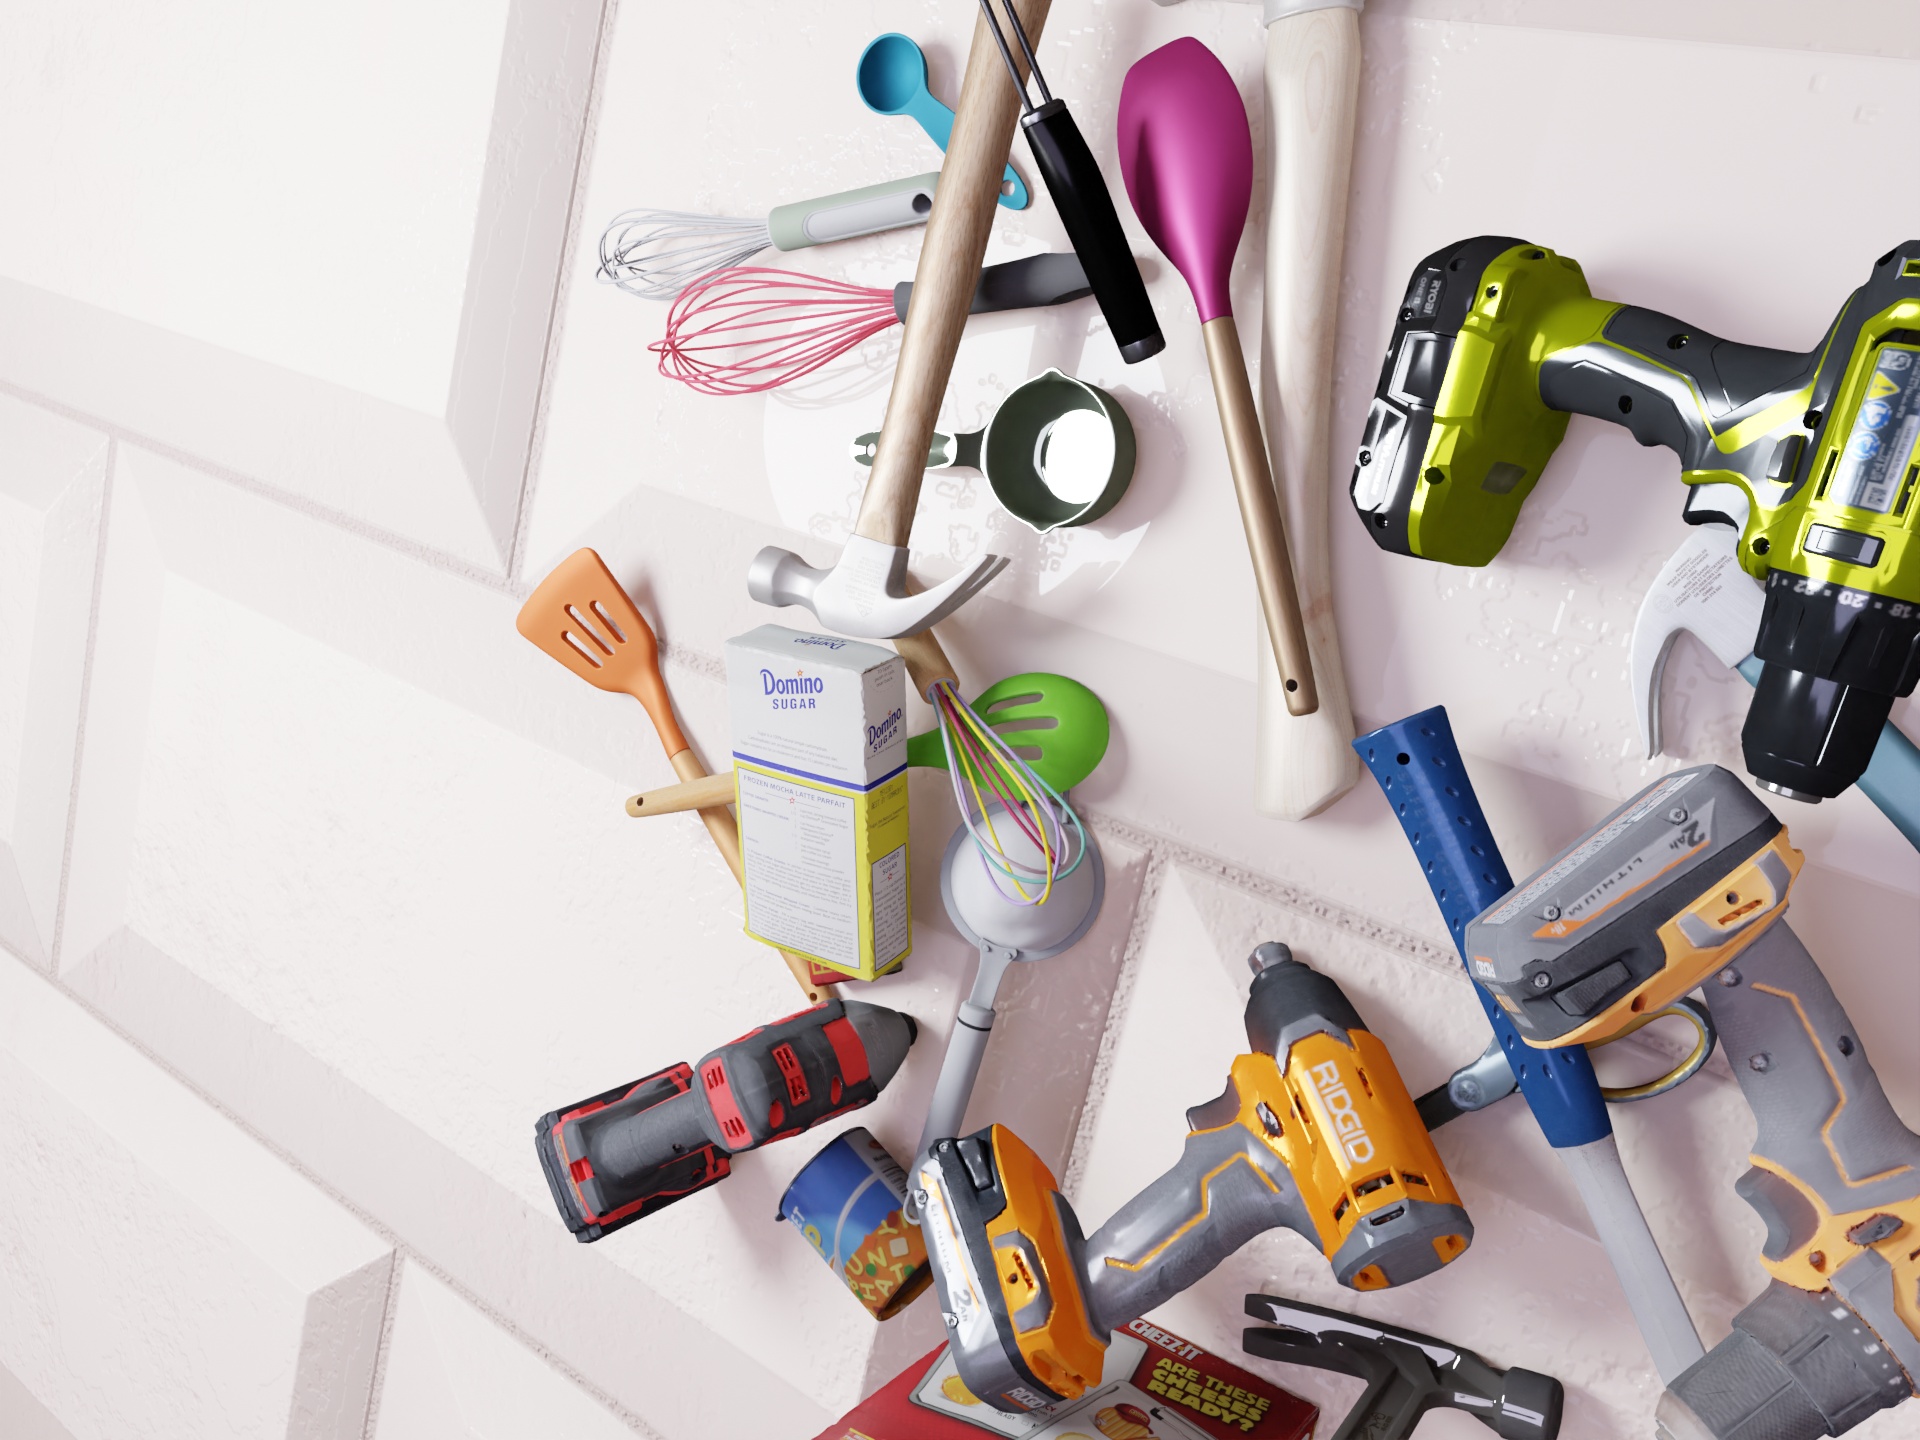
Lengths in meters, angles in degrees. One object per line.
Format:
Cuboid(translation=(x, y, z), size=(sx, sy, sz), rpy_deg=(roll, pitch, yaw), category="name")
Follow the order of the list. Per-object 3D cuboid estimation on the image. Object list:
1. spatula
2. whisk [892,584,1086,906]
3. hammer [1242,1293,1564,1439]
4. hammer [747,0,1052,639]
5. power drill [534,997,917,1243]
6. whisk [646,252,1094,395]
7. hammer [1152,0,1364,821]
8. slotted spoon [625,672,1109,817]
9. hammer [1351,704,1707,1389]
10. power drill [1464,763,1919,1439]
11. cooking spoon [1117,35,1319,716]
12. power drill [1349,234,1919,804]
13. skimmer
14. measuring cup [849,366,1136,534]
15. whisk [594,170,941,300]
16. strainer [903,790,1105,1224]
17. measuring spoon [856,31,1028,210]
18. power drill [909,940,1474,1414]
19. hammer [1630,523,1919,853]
Cuboid(translation=(-0.164, 0.042, 0.960), size=(0.081, 0.041, 0.323), rpy_deg=(-40, 73, 25), category="spatula")
Cuboid(translation=(-0.001, -0.004, 0.806), size=(0.051, 0.047, 0.245), rpy_deg=(-28, 49, 0), category="whisk")
Cuboid(translation=(0.118, 0.310, 0.600), size=(0.149, 0.359, 0.036), rpy_deg=(5, 96, 30), category="hammer")
Cuboid(translation=(-0.010, -0.200, 0.795), size=(0.130, 0.031, 0.331), rpy_deg=(19, 101, 21), category="hammer")
Cuboid(translation=(-0.129, 0.216, 0.898), size=(0.219, 0.143, 0.078), rpy_deg=(-32, 77, 38), category="power drill")
Cuboid(translation=(-0.047, -0.222, 0.856), size=(0.296, 0.073, 0.073), rpy_deg=(-2, 92, 28), category="whisk")
Cuboid(translation=(0.148, -0.159, 0.744), size=(0.146, 0.038, 0.410), rpy_deg=(4, 96, 35), category="hammer")
Cuboid(translation=(-0.065, 0.027, 0.882), size=(0.314, 0.031, 0.070), rpy_deg=(-11, 67, 29), category="slotted spoon")
Cuboid(translation=(0.272, 0.184, 0.668), size=(0.144, 0.035, 0.405), rpy_deg=(-26, 84, 32), category="hammer")
Cuboid(translation=(0.289, 0.154, 0.597), size=(0.185, 0.084, 0.226), rpy_deg=(-38, 82, -1), category="power drill")
Cuboid(translation=(0.123, -0.158, 0.729), size=(0.069, 0.017, 0.319), rpy_deg=(-15, 85, 38), category="cooking spoon")
Cuboid(translation=(0.269, -0.090, 0.607), size=(0.229, 0.080, 0.190), rpy_deg=(27, 108, 46), category="power drill")
Cuboid(translation=(0.006, -0.337, 0.737), size=(0.127, 0.090, 0.363), rpy_deg=(-28, 107, -5), category="skimmer")
Cuboid(translation=(0.016, -0.140, 0.832), size=(0.168, 0.038, 0.083), rpy_deg=(7, 97, 35), category="measuring cup")
Cuboid(translation=(-0.109, -0.276, 0.901), size=(0.246, 0.059, 0.057), rpy_deg=(-2, 131, 29), category="whisk")
Cuboid(translation=(0.012, 0.148, 0.832), size=(0.087, 0.050, 0.258), rpy_deg=(17, 98, 6), category="strainer")
Cuboid(translation=(-0.005, -0.316, 0.850), size=(0.129, 0.021, 0.042), rpy_deg=(48, 116, 11), category="measuring spoon")
Cuboid(translation=(0.097, 0.205, 0.733), size=(0.226, 0.084, 0.164), rpy_deg=(-25, 50, 9), category="power drill")
Cuboid(translation=(0.389, 0.055, 0.601), size=(0.128, 0.033, 0.331), rpy_deg=(-47, 69, 26), category="hammer")
